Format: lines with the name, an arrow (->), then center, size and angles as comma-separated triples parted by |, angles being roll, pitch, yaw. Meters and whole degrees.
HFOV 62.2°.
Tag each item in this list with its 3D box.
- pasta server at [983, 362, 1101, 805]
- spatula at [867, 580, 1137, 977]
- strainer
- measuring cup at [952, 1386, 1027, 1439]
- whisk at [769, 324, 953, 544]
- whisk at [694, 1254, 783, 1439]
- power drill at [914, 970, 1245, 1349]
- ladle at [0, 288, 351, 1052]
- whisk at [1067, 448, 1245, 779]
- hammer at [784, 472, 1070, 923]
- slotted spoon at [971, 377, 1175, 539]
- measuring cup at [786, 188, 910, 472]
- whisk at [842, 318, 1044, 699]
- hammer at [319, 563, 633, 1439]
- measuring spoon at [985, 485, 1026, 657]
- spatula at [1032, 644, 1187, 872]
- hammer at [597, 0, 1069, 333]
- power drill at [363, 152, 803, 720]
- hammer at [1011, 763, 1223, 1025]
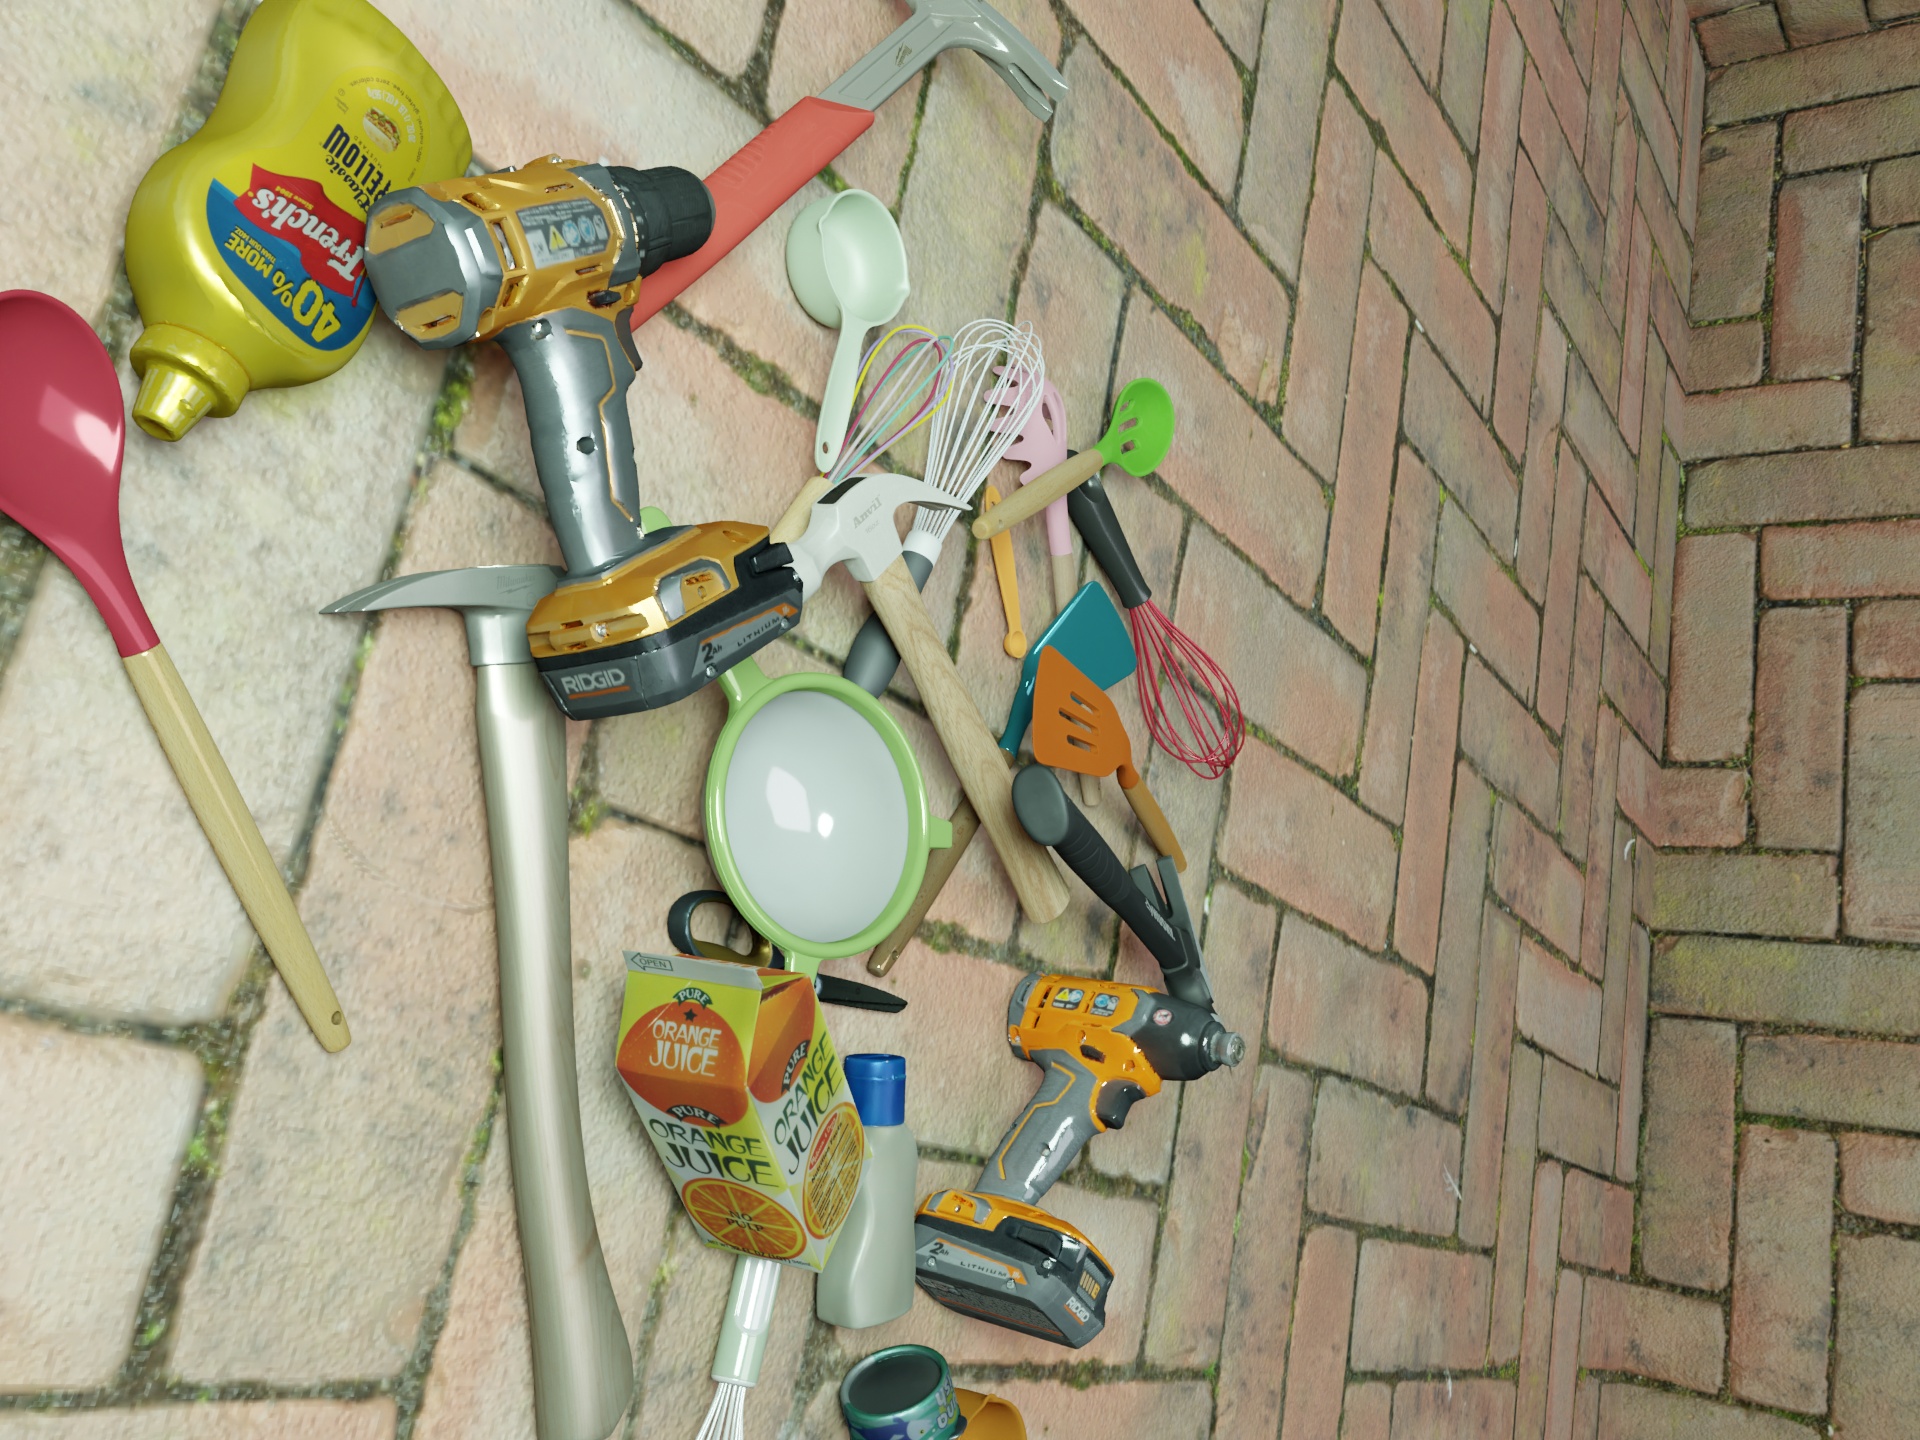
pasta server -> 0.067, -0.090, 1.107 | 0.060, 0.040, 0.316 | -30, 117, -50
spatula -> 0.026, 0.040, 1.030 | 0.318, 0.044, 0.082 | -58, 132, -35
strainer -> -0.115, 0.009, 0.831 | 0.151, 0.069, 0.256 | -44, 112, -42
measuring cup -> -0.029, 0.452, 0.941 | 0.173, 0.052, 0.095 | 8, 83, -52
whisk -> -0.064, -0.145, 0.914 | 0.245, 0.051, 0.047 | -60, 139, -31
whisk -> -0.120, 0.351, 0.825 | 0.057, 0.059, 0.246 | 18, 66, -15
power drill -> 0.076, 0.264, 0.994 | 0.084, 0.164, 0.227 | 55, 50, -36
ladle -> -0.298, -0.004, 0.605 | 0.069, 0.031, 0.315 | -48, 128, -52
whisk -> 0.139, -0.074, 1.180 | 0.295, 0.073, 0.073 | 59, 45, -26
hammer -> -0.002, -0.003, 0.950 | 0.130, 0.031, 0.331 | -49, 129, -29
slotted spoon -> 0.078, -0.169, 1.054 | 0.314, 0.031, 0.070 | -41, 127, -56
measuring cup -> -0.075, -0.219, 0.905 | 0.083, 0.038, 0.168 | 23, 73, -51
whisk -> -0.013, -0.131, 0.977 | 0.070, 0.070, 0.285 | 44, 61, -44
hammer -> -0.201, 0.135, 0.726 | 0.146, 0.038, 0.410 | -9, 97, -52
measuring spoon -> 0.027, -0.099, 1.066 | 0.021, 0.011, 0.117 | -17, 100, -52
spatula -> 0.115, 0.050, 1.119 | 0.322, 0.041, 0.081 | 53, 39, -59
hammer -> -0.079, -0.306, 0.862 | 0.149, 0.036, 0.359 | 40, 56, -6
power drill -> -0.146, -0.135, 0.706 | 0.185, 0.084, 0.226 | -41, 118, -53
hammer -> 0.105, 0.109, 1.050 | 0.334, 0.035, 0.146 | 49, 24, -55
